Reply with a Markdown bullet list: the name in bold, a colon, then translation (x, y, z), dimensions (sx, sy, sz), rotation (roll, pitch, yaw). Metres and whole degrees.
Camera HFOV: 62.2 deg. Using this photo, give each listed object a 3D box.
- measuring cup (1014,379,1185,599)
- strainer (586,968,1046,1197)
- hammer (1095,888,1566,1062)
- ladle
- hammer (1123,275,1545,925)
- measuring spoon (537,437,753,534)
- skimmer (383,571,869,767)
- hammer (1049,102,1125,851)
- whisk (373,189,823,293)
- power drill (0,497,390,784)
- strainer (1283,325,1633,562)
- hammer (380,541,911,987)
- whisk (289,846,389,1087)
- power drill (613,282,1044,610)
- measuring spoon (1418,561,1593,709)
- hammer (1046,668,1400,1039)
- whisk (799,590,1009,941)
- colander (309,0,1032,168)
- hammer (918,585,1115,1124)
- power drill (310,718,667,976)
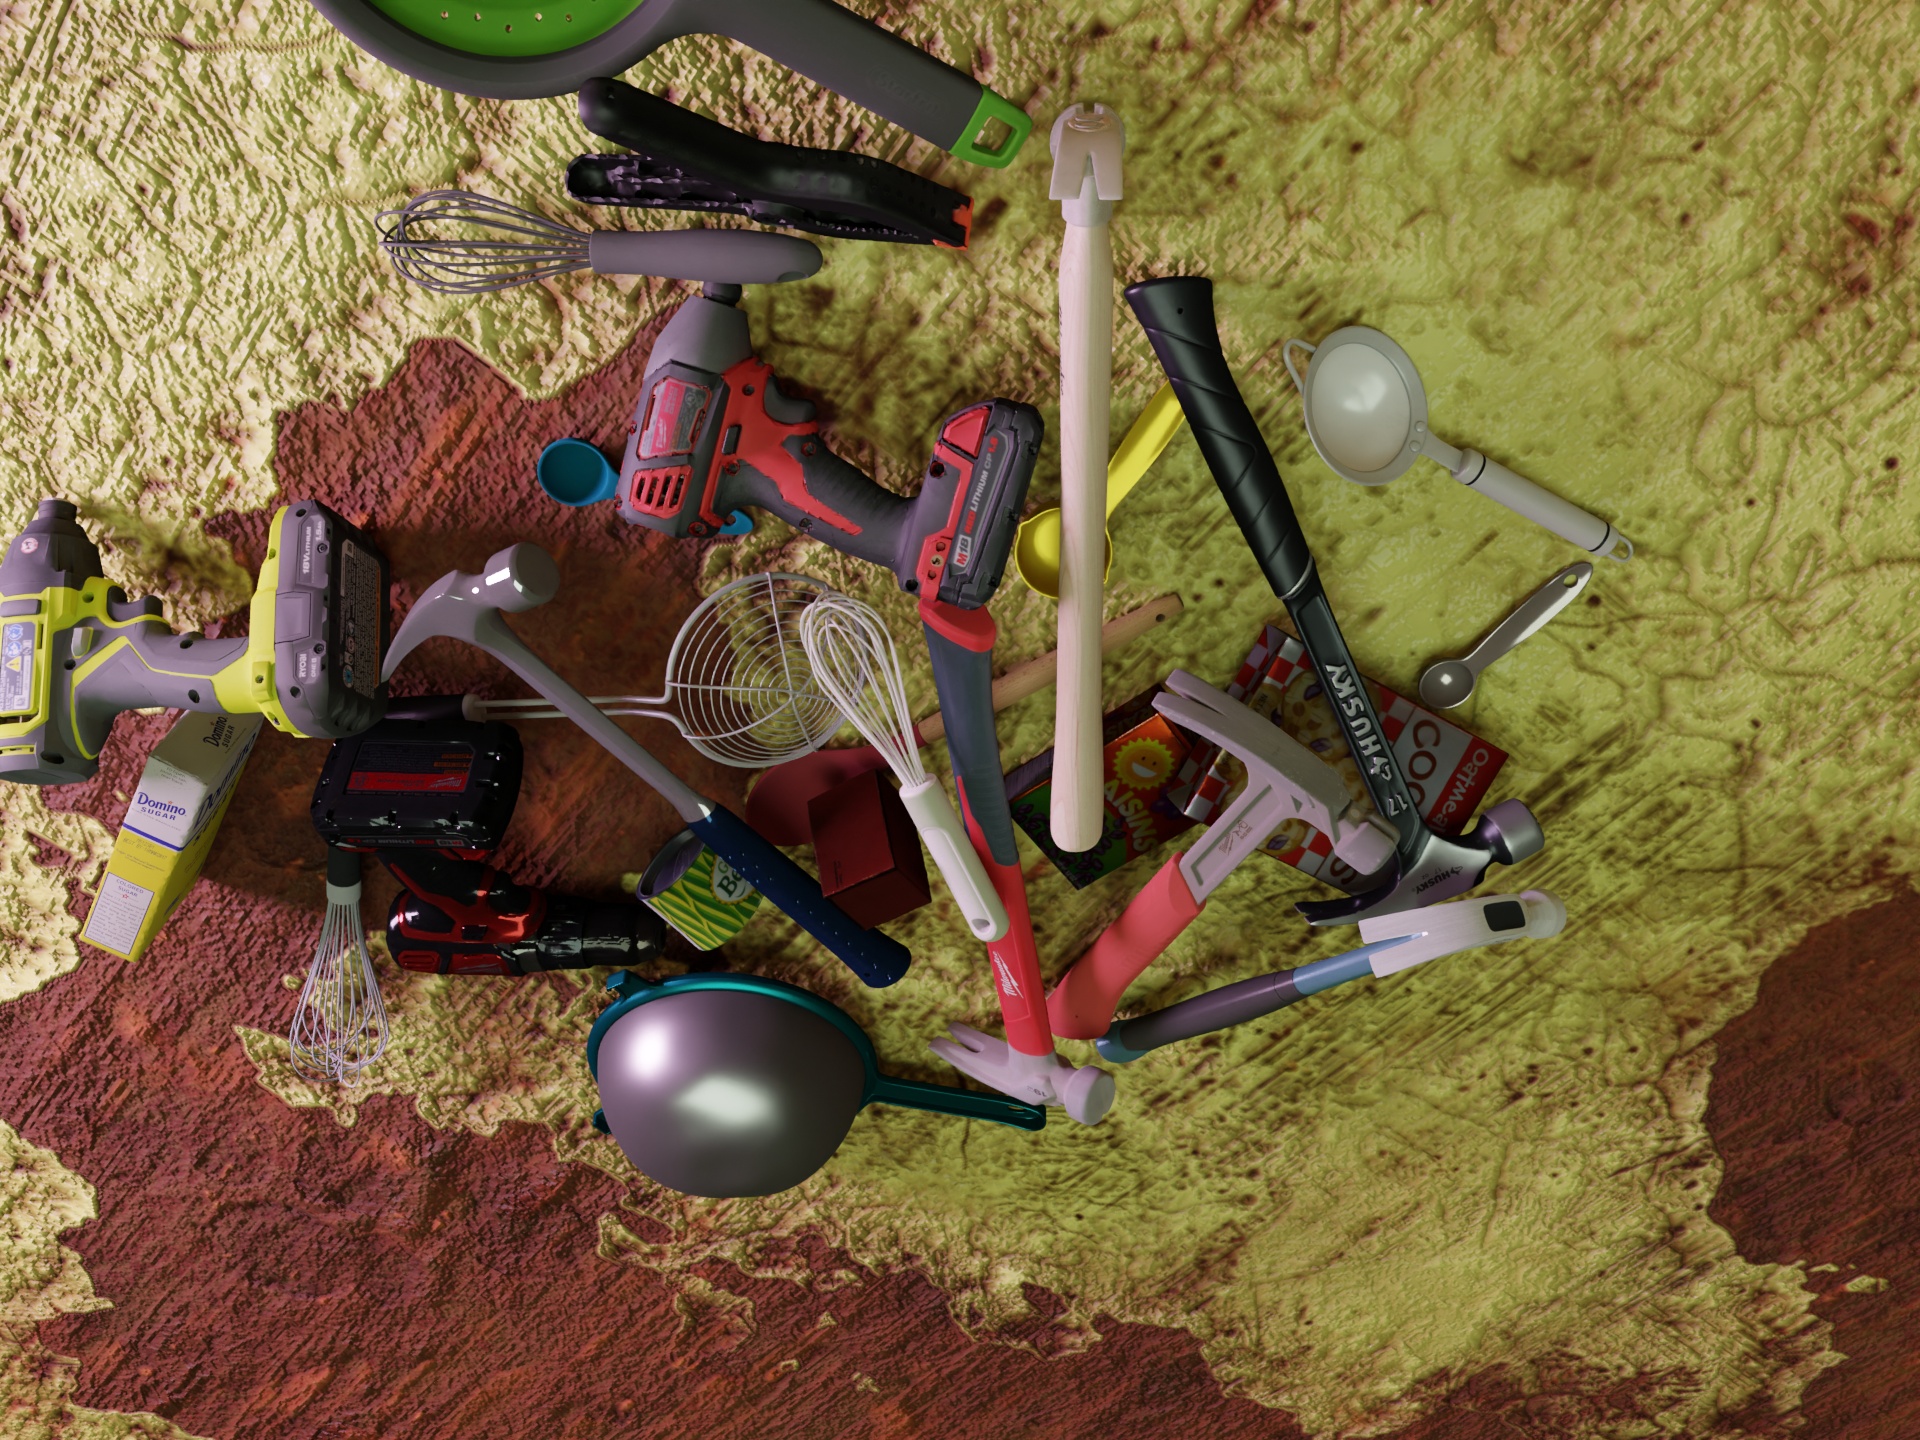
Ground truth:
- **measuring cup**: translation (0.087, -0.139, 0.911), dimensions (0.062, 0.029, 0.156), rotation (31, 110, -13)
- **strainer**: translation (-0.104, 0.290, 1.138), dimensions (0.340, 0.095, 0.210), rotation (10, 133, -7)
- **hammer**: translation (0.213, 0.171, 1.024), dimensions (0.128, 0.033, 0.331), rotation (1, 158, -41)
- **ladle**: translation (-0.002, -0.003, 0.999), dimensions (0.315, 0.031, 0.069), rotation (-27, 128, 18)
- **hammer**: translation (0.191, -0.062, 0.899), dimensions (0.149, 0.036, 0.408), rotation (-28, 107, 1)
- **measuring spoon**: translation (-0.184, -0.136, 0.938), dimensions (0.128, 0.021, 0.042), rotation (16, 122, -17)
- **skimmer**: translation (-0.240, -0.023, 1.004), dimensions (0.363, 0.090, 0.127), rotation (-2, 122, 18)
- **hammer**: translation (0.064, -0.101, 0.846), dimensions (0.038, 0.146, 0.410), rotation (1, 120, 4)
- **whisk**: translation (-0.191, -0.250, 0.838), dimensions (0.239, 0.055, 0.055), rotation (3, 123, 3)
- **power drill**: translation (-0.460, -0.057, 0.939), dimensions (0.223, 0.080, 0.171), rotation (-5, 77, 5)
- **strainer**: translation (0.273, -0.143, 0.882), dimensions (0.258, 0.050, 0.087), rotation (24, 78, -17)
- **hammer**: translation (-0.170, 0.049, 0.969), dimensions (0.144, 0.035, 0.405), rotation (-17, 133, 33)
- **whisk**: translation (-0.430, 0.142, 1.112), dimensions (0.070, 0.070, 0.284), rotation (11, 118, -3)
- **power drill**: translation (-0.071, -0.150, 0.872), dimensions (0.219, 0.078, 0.143), rotation (16, 99, 1)
- **measuring spoon**: translation (0.325, -0.054, 0.952), dimensions (0.034, 0.018, 0.124), rotation (39, 110, -23)
- **hammer**: translation (0.118, 0.110, 0.981), dimensions (0.149, 0.037, 0.359), rotation (36, 144, 4)
- **whisk**: translation (-0.029, 0.032, 0.943), dimensions (0.058, 0.059, 0.246), rotation (-13, 114, 33)
- **colander**: translation (-0.141, -0.373, 0.749), dimensions (0.396, 0.095, 0.204), rotation (18, 127, -28)
- **hammer**: translation (0.011, 0.090, 1.015), dimensions (0.143, 0.038, 0.386), rotation (15, 129, 38)
- **power drill**: translation (-0.299, 0.097, 1.031), dimensions (0.188, 0.080, 0.226), rotation (1, 143, 4)
